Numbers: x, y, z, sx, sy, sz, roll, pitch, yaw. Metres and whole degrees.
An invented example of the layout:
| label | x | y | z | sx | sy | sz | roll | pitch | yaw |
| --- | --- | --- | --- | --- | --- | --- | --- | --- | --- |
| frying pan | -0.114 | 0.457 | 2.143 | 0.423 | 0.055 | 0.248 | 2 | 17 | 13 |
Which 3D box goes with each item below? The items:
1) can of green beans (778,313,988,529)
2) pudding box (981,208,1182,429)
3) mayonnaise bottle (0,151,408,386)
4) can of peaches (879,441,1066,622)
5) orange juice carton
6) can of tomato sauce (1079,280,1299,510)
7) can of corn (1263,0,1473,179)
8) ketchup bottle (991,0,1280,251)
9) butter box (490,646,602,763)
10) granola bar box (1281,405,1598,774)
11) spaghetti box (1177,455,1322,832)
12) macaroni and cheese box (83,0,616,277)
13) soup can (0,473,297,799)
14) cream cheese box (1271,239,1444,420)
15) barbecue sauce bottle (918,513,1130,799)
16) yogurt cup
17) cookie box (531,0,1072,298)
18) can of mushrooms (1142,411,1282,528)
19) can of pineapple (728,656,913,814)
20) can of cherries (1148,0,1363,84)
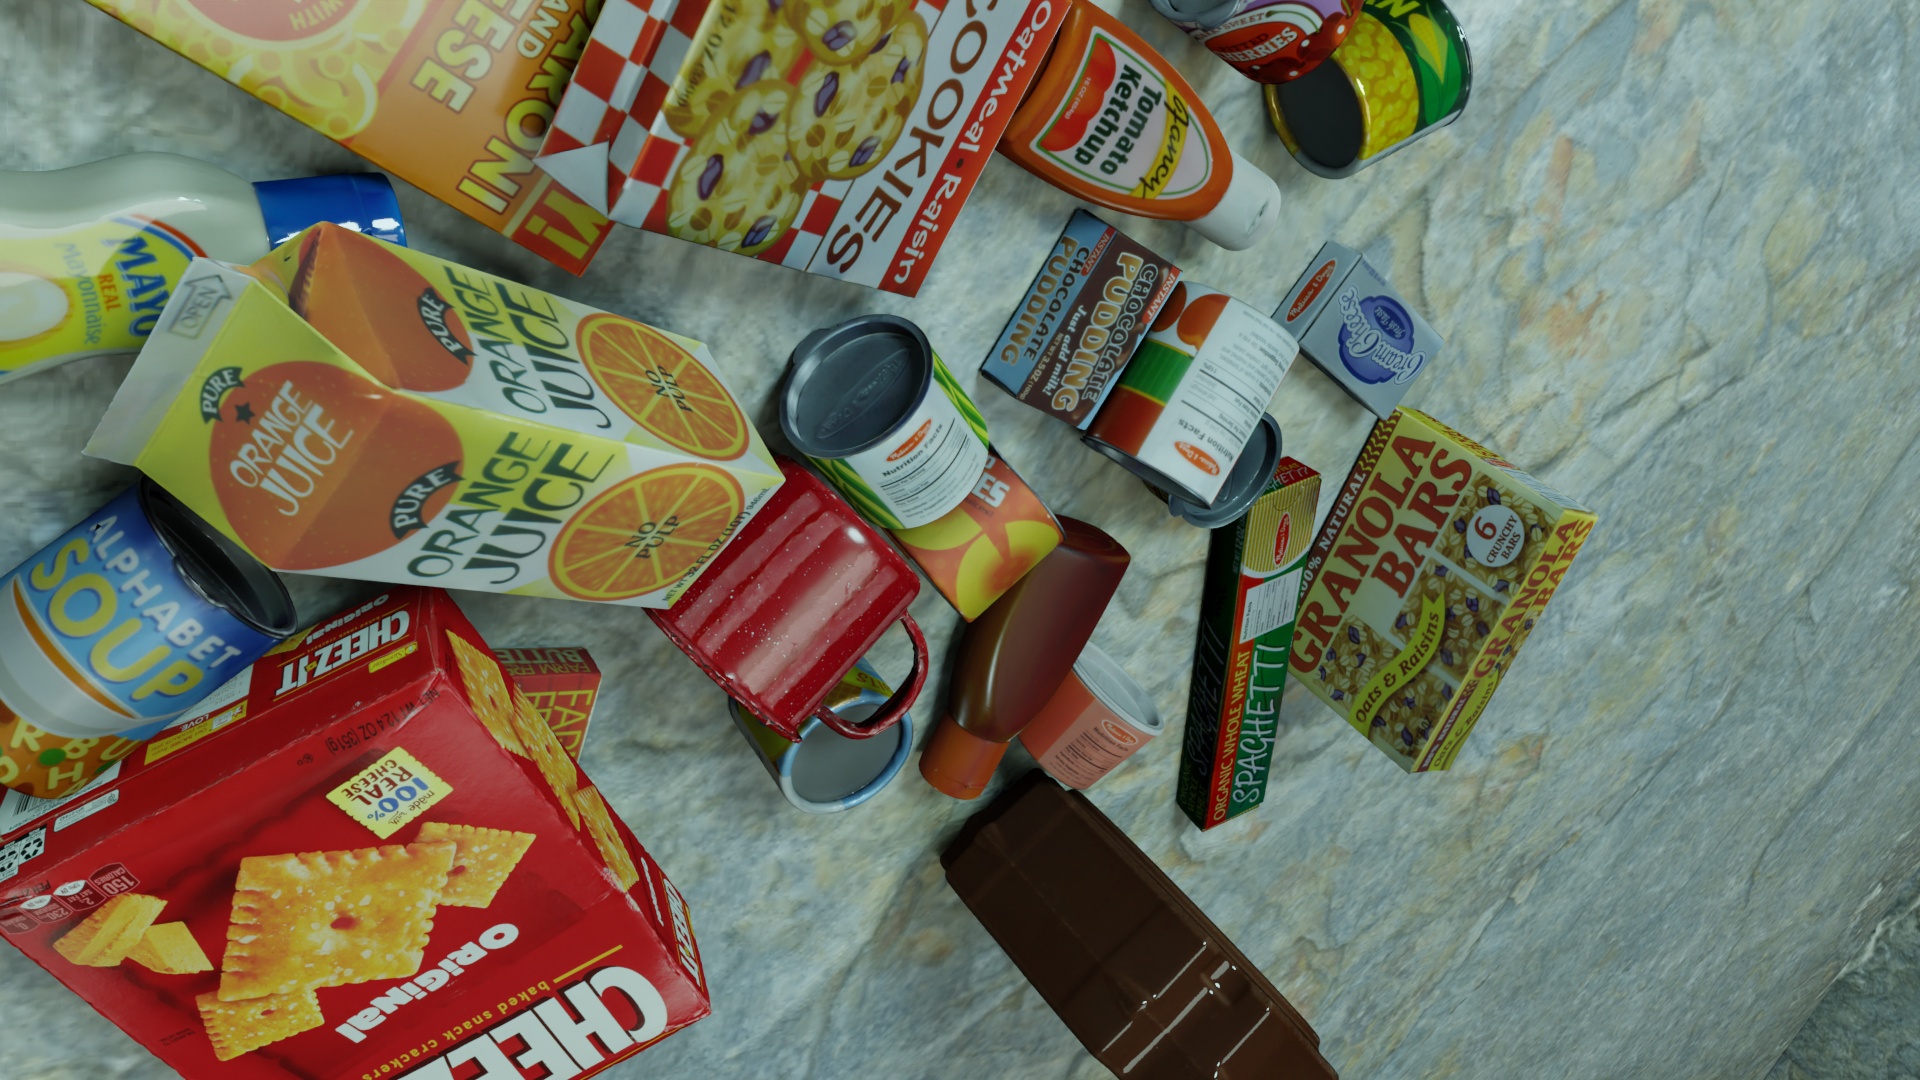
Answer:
| label | x | y | z | sx | sy | sz | roll | pitch | yaw |
| --- | --- | --- | --- | --- | --- | --- | --- | --- | --- |
| can of green beans | -0.029 | -0.046 | 0.550 | 0.071 | 0.071 | 0.057 | -43 | 142 | -3 |
| pudding box | 0.053 | -0.095 | 0.604 | 0.049 | 0.030 | 0.083 | 20 | 107 | -44 |
| mayonnaise bottle | -0.237 | -0.080 | 0.394 | 0.148 | 0.041 | 0.064 | -15 | 132 | -28 |
| can of peaches | 0.002 | -0.008 | 0.603 | 0.058 | 0.071 | 0.071 | -42 | 136 | -3 |
| orange juice carton | -0.154 | -0.035 | 0.429 | 0.071 | 0.073 | 0.193 | -45 | 150 | 22 |
| can of tomato sauce | 0.103 | -0.066 | 0.630 | 0.071 | 0.071 | 0.083 | 29 | 91 | -45 |
| can of corn | 0.172 | -0.198 | 0.594 | 0.058 | 0.071 | 0.070 | -30 | 134 | -15 |
| ketchup bottle | 0.074 | -0.161 | 0.564 | 0.149 | 0.044 | 0.064 | 17 | 109 | -43 |
| butter box | -0.185 | 0.091 | 0.566 | 0.053 | 0.024 | 0.103 | 2 | 119 | -38 |
| granola bar box | 0.254 | 0.026 | 0.770 | 0.039 | 0.124 | 0.164 | 5 | 117 | -38 |
| spaghetti box | 0.163 | 0.067 | 0.801 | 0.050 | 0.029 | 0.248 | -19 | 130 | -25 |
| macaroni and cheese box | -0.148 | -0.168 | 0.397 | 0.166 | 0.040 | 0.123 | 28 | 102 | -45 |
| soup can | -0.265 | 0.030 | 0.431 | 0.084 | 0.071 | 0.071 | -38 | 135 | -7 |
| cream cheese box | 0.205 | -0.106 | 0.712 | 0.103 | 0.024 | 0.053 | 27 | 103 | -44 |
| barbecue sauce bottle | 0.025 | 0.059 | 0.685 | 0.065 | 0.044 | 0.148 | 10 | 114 | -40 |
| yogurt cup | 0.064 | 0.092 | 0.723 | 0.054 | 0.072 | 0.072 | -48 | 136 | 14 |
| cookie box | -0.041 | -0.151 | 0.447 | 0.122 | 0.040 | 0.168 | -60 | 156 | 16 |
| can of mushrooms | 0.122 | -0.041 | 0.691 | 0.071 | 0.033 | 0.070 | -20 | 131 | -25 |
| can of pineapple | -0.061 | 0.079 | 0.624 | 0.071 | 0.058 | 0.070 | -19 | 129 | -25 |
| can of cherries | 0.114 | -0.216 | 0.535 | 0.058 | 0.072 | 0.071 | 17 | 109 | -43 |
